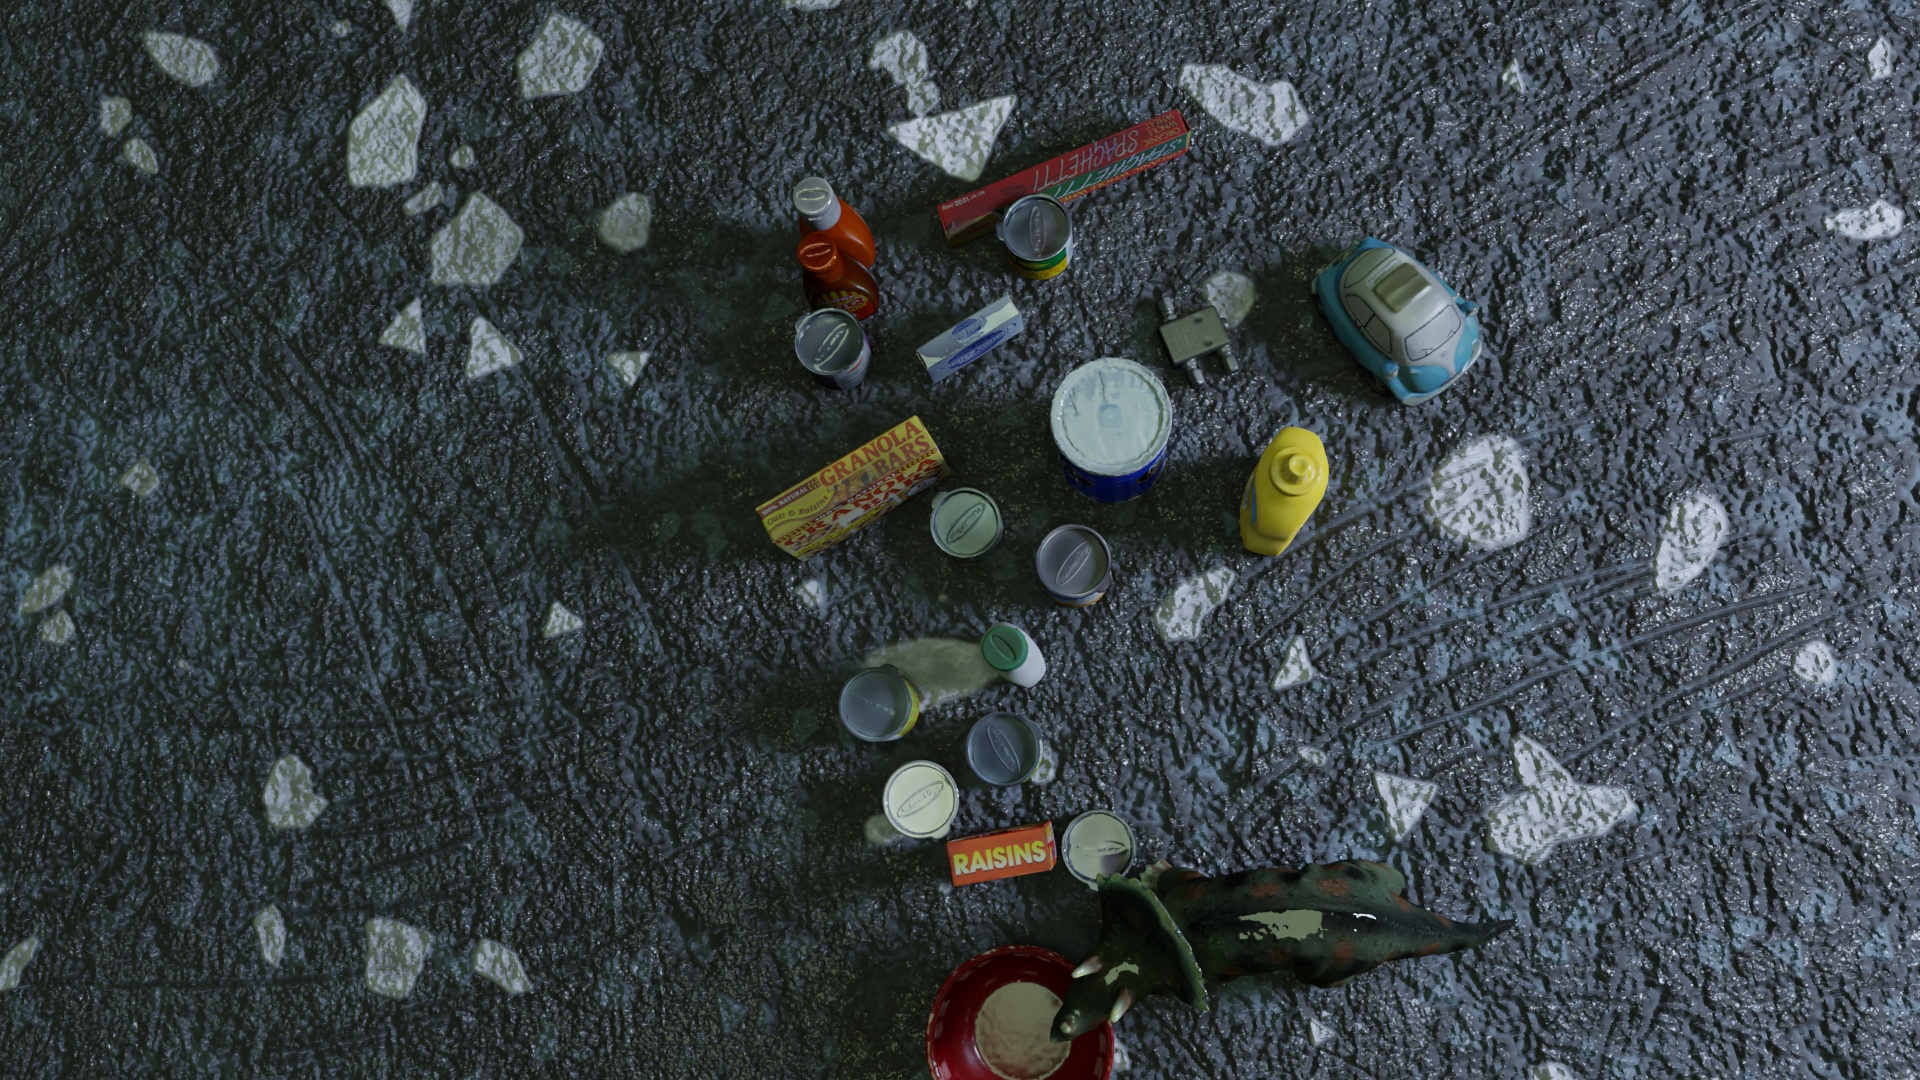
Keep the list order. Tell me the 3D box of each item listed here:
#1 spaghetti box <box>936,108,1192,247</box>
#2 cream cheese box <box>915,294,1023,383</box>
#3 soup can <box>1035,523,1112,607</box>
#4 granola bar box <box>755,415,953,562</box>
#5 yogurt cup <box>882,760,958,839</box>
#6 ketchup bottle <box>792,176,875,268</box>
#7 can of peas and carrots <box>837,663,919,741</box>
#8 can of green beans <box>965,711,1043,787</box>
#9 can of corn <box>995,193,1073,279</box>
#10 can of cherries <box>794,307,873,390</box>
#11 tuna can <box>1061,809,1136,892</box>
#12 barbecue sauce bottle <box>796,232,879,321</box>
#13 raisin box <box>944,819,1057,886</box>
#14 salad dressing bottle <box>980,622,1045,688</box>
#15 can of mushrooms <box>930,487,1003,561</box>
[{"bbox_3d":[0.099,-0.345,1.327,0.250,0.050,0.029,-22,79,2],"label":"spaghetti box"},{"bbox_3d":[0.010,-0.190,1.309,0.104,0.053,0.024,-31,79,1],"label":"cream cheese box"},{"bbox_3d":[0.105,0.026,1.248,0.071,0.083,0.071,-1,81,6],"label":"soup can"},{"bbox_3d":[-0.094,-0.046,1.261,0.165,0.124,0.039,-30,79,1],"label":"granola bar box"},{"bbox_3d":[-0.033,0.231,1.245,0.072,0.054,0.072,-1,81,6],"label":"yogurt cup"},{"bbox_3d":[-0.122,-0.291,1.292,0.065,0.148,0.043,-3,81,6],"label":"ketchup bottle"},{"bbox_3d":[-0.072,0.147,1.260,0.071,0.058,0.071,-1,81,6],"label":"can of peas and carrots"},{"bbox_3d":[0.040,0.187,1.242,0.071,0.057,0.071,-1,81,6],"label":"can of green beans"},{"bbox_3d":[0.071,-0.287,1.316,0.071,0.058,0.071,-1,81,6],"label":"can of corn"},{"bbox_3d":[-0.121,-0.183,1.320,0.071,0.058,0.071,-1,81,6],"label":"can of cherries"},{"bbox_3d":[0.123,0.274,1.231,0.071,0.033,0.071,-1,81,6],"label":"tuna can"},{"bbox_3d":[-0.117,-0.242,1.284,0.065,0.148,0.044,-11,80,5],"label":"barbecue sauce bottle"},{"bbox_3d":[0.038,0.267,1.195,0.086,0.123,0.040,-10,80,5],"label":"raisin box"},{"bbox_3d":[0.043,0.098,1.210,0.044,0.147,0.064,-44,79,-1],"label":"salad dressing bottle"},{"bbox_3d":[0.005,-0.016,1.291,0.071,0.033,0.071,-1,81,6],"label":"can of mushrooms"}]
